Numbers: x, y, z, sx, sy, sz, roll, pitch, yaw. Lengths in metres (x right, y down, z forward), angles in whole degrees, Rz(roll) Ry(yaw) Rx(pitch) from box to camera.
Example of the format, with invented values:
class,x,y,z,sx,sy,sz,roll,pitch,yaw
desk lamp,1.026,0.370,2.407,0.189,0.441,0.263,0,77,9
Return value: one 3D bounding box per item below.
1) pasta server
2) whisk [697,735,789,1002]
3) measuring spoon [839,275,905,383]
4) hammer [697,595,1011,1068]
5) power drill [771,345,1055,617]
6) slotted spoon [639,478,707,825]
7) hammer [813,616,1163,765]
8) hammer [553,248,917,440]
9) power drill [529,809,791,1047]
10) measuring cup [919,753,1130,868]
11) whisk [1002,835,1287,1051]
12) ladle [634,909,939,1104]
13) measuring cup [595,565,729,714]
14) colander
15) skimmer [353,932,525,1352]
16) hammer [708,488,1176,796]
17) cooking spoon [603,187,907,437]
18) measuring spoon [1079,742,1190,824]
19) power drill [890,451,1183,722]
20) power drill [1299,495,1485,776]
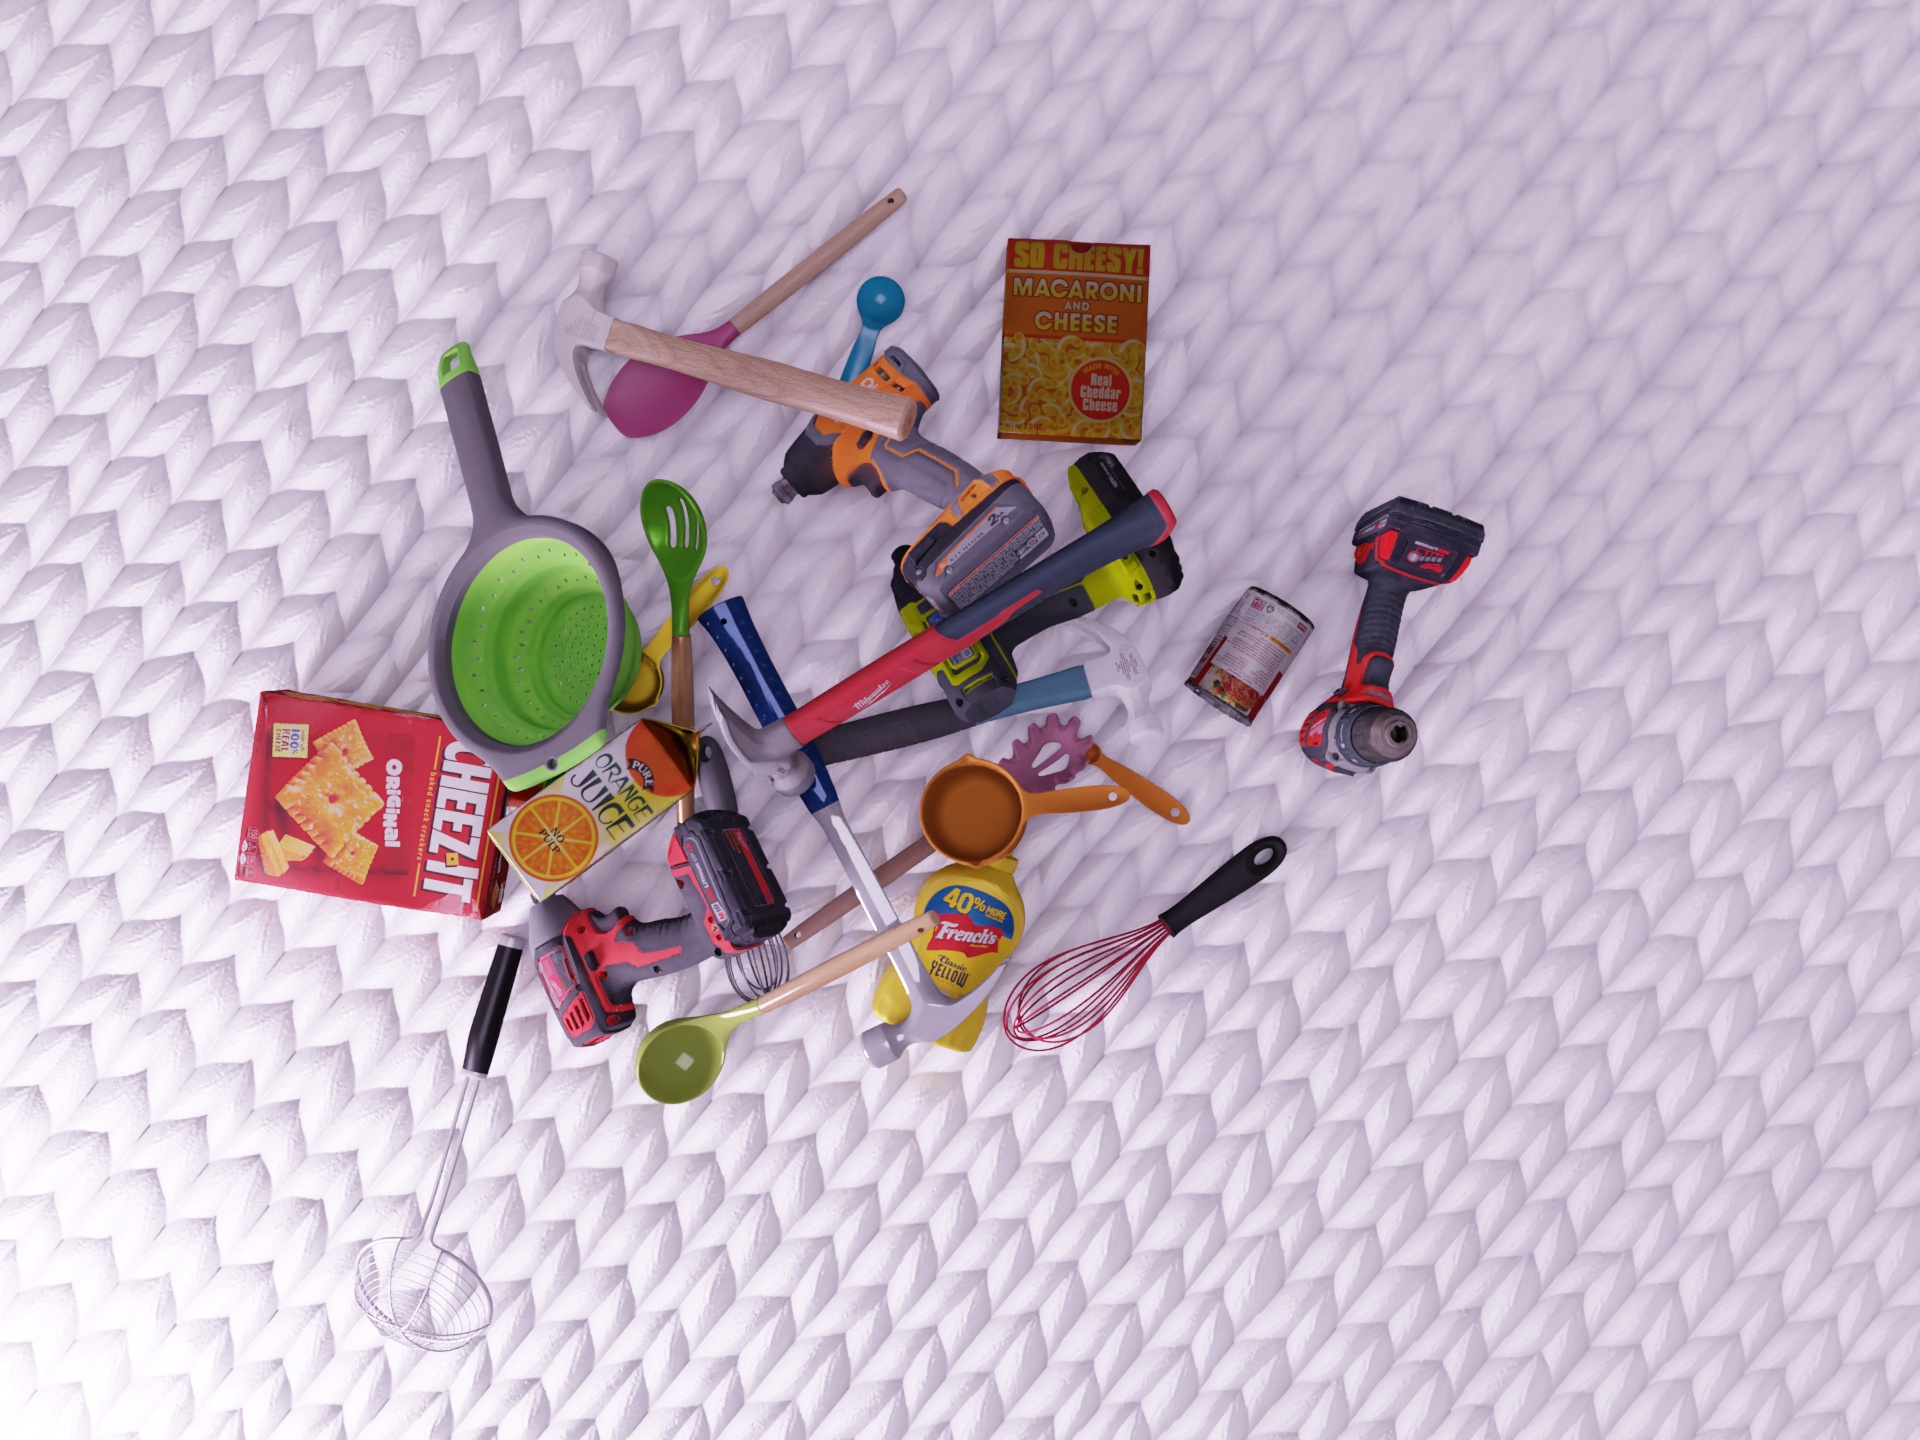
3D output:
class,x,y,z,sx,sy,sz,roll,pitch,yaw
pasta server,-0.021,0.100,1.366,0.316,0.040,0.060,-35,77,-4
whisk,-0.195,0.130,1.373,0.055,0.055,0.239,-13,88,-1
measuring spoon,-0.083,-0.321,1.367,0.042,0.021,0.128,20,92,-2
hammer,-0.102,0.080,1.329,0.144,0.035,0.405,-28,87,9
power drill,-0.048,-0.188,1.311,0.164,0.084,0.227,-41,63,1
slotted spoon,-0.236,-0.048,1.339,0.070,0.031,0.313,12,110,32
hammer,-0.002,-0.004,1.358,0.331,0.033,0.128,-14,66,5
hammer,-0.191,-0.288,1.316,0.331,0.031,0.130,19,93,16
power drill,-0.265,0.167,1.334,0.219,0.078,0.143,-31,78,17
measuring cup,0.054,0.074,1.324,0.173,0.052,0.095,-6,79,4
whisk,0.162,0.189,1.377,0.296,0.073,0.073,-34,93,-6
ladle,-0.144,0.234,1.311,0.320,0.062,0.078,-30,126,26
measuring cup,-0.251,-0.071,1.372,0.062,0.029,0.156,41,88,-2
colander,-0.358,-0.135,1.338,0.204,0.094,0.397,-25,73,22
skimmer,-0.430,0.365,1.383,0.127,0.090,0.363,13,82,6
hammer,-0.009,-0.075,1.237,0.386,0.143,0.038,-31,56,3
cooking spoon,-0.173,-0.353,1.366,0.319,0.017,0.069,-38,86,1
measuring spoon,0.153,0.056,1.394,0.117,0.011,0.021,34,92,-6
power drill,0.058,-0.122,1.337,0.223,0.080,0.171,-30,65,1
power drill,0.353,-0.063,1.308,0.080,0.188,0.227,18,88,-3
